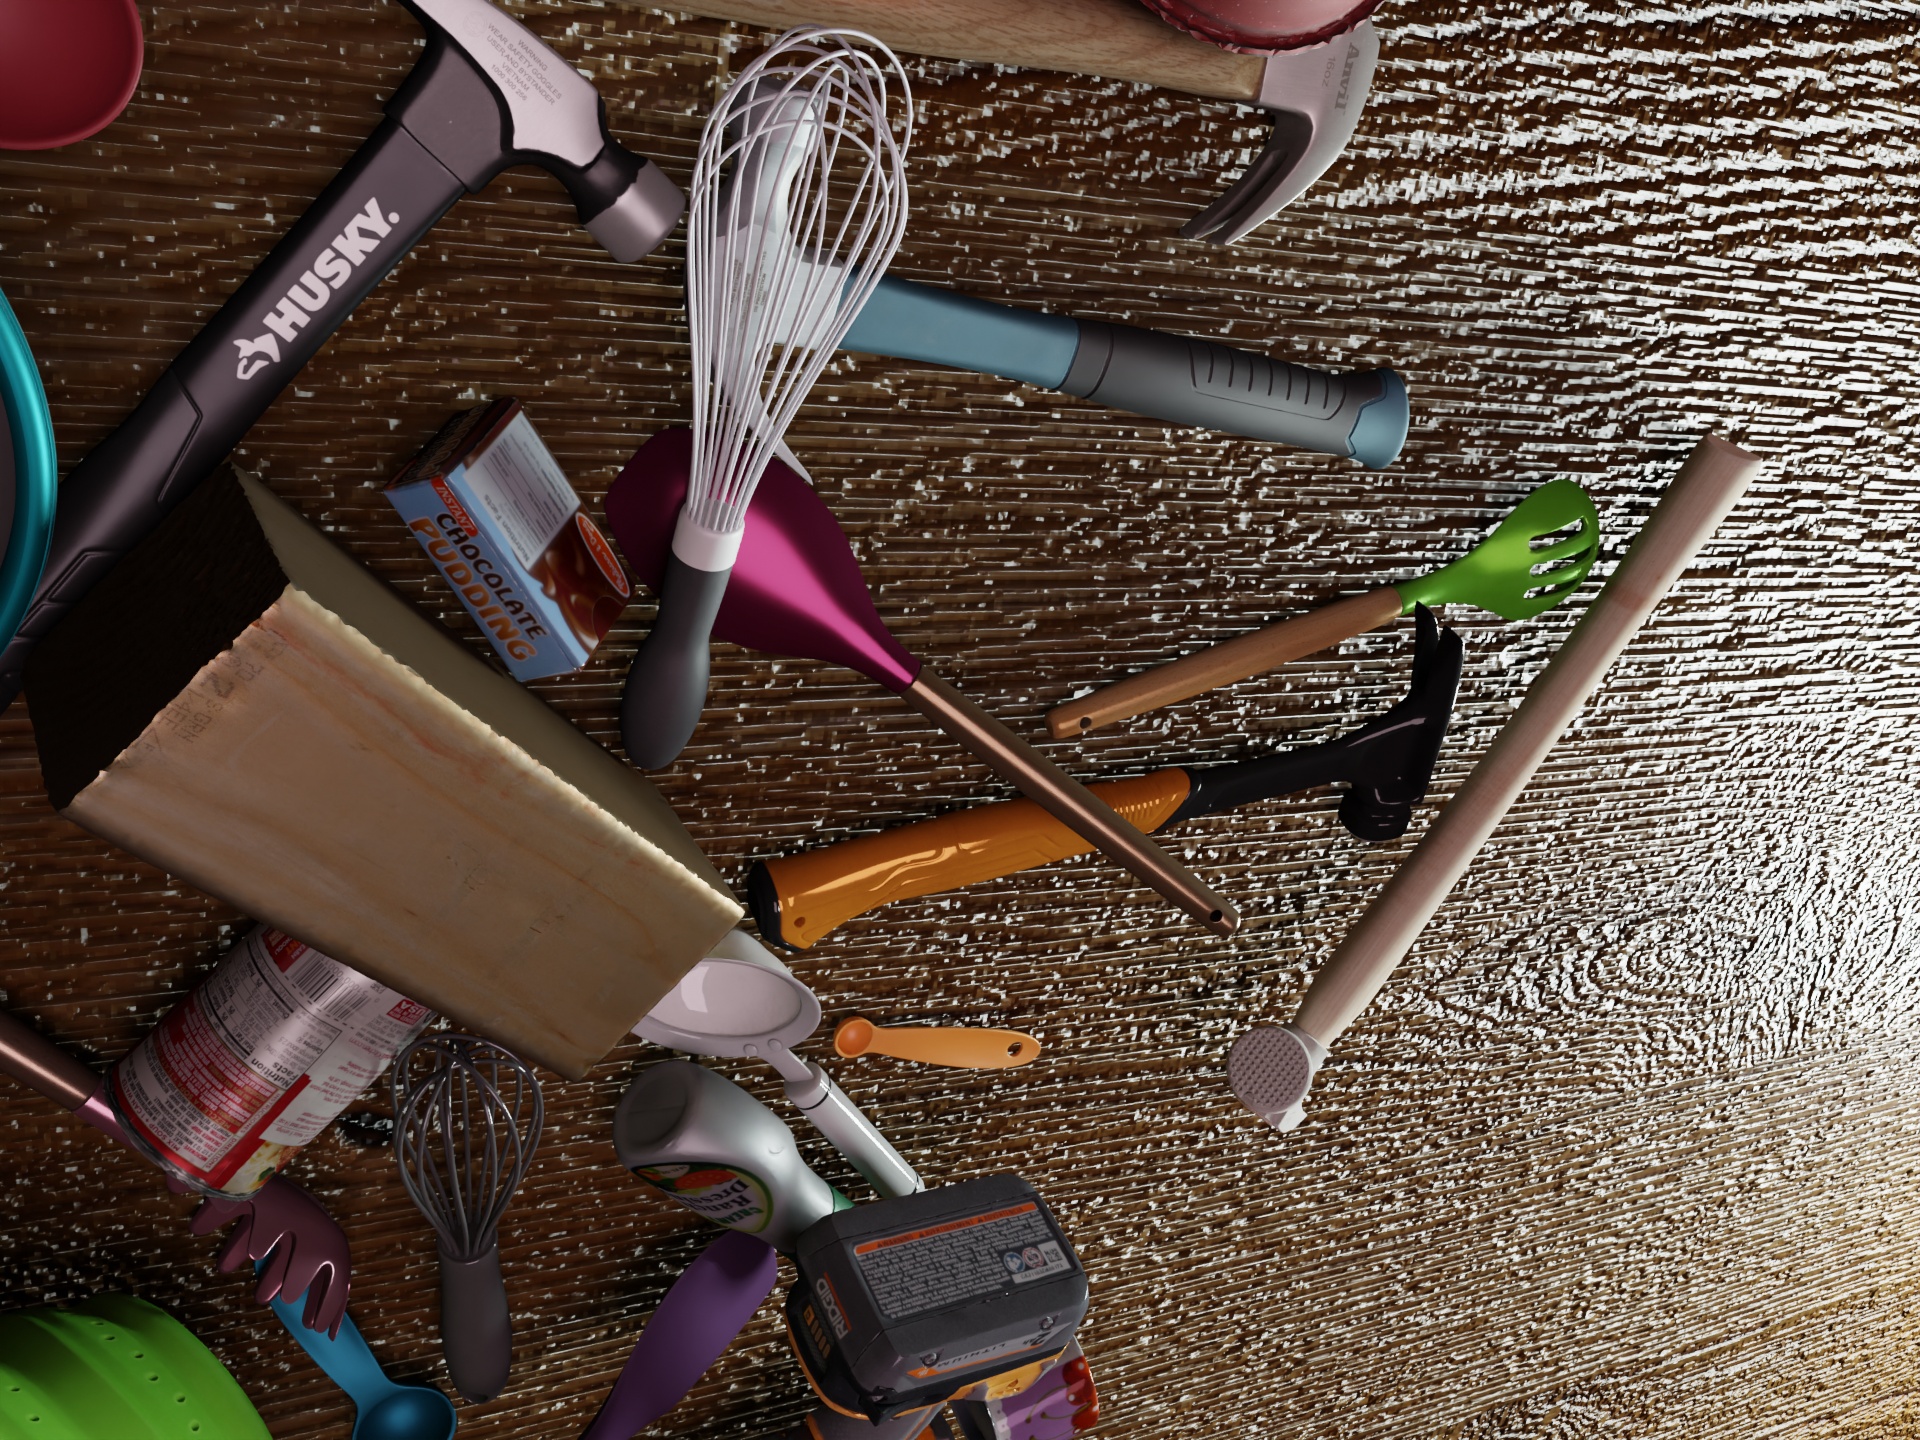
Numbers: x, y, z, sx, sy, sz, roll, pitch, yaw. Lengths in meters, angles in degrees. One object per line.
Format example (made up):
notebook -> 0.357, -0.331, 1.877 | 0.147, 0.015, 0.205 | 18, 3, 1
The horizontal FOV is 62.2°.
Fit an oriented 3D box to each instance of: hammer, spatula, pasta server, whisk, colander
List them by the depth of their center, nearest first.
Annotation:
hammer -> -0.245, -0.090, 0.487 | 0.335, 0.035, 0.146 | -49, 125, -1
whisk -> -0.075, -0.088, 0.526 | 0.070, 0.070, 0.284 | -1, 134, -28
colander -> -0.333, 0.197, 0.532 | 0.094, 0.204, 0.397 | -39, 114, -49
pasta server -> -0.323, 0.118, 0.535 | 0.316, 0.060, 0.040 | 50, 54, -31
hammer -> 0.009, -0.243, 0.554 | 0.331, 0.031, 0.130 | -3, 112, -27
hammer -> 0.051, -0.140, 0.613 | 0.330, 0.033, 0.128 | 4, 120, -32
whisk -> -0.187, 0.200, 0.614 | 0.055, 0.055, 0.238 | -10, 134, -24
spatula -> -0.168, 0.310, 0.622 | 0.316, 0.018, 0.059 | -42, 133, -47
hammer -> 0.070, 0.035, 0.699 | 0.337, 0.034, 0.127 | -13, 133, -20
hammer -> 0.268, 0.030, 0.793 | 0.410, 0.038, 0.146 | -52, 158, -6

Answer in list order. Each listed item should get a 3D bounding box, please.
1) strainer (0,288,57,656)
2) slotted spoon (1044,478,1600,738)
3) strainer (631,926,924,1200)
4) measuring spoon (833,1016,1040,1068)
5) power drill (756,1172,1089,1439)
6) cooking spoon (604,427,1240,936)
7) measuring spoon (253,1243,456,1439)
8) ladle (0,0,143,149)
strainer -> -0.312, -0.140, 0.376 | 0.210, 0.095, 0.340 | 16, 111, -27
slotted spoon -> 0.179, -0.045, 0.737 | 0.313, 0.031, 0.070 | -19, 122, -18
strainer -> -0.071, 0.151, 0.684 | 0.087, 0.050, 0.258 | -14, 133, 20
measuring spoon -> -0.010, 0.148, 0.735 | 0.116, 0.011, 0.021 | 12, 106, -35
power drill -> -0.060, 0.310, 0.705 | 0.185, 0.084, 0.226 | -2, 131, -35
cooking spoon -> -0.001, -0.002, 0.626 | 0.318, 0.017, 0.069 | 37, 95, -21
measuring spoon -> -0.252, 0.258, 0.654 | 0.042, 0.021, 0.128 | -32, 114, -17
ladle -> -0.359, -0.229, 0.369 | 0.315, 0.031, 0.069 | 21, 98, -31
